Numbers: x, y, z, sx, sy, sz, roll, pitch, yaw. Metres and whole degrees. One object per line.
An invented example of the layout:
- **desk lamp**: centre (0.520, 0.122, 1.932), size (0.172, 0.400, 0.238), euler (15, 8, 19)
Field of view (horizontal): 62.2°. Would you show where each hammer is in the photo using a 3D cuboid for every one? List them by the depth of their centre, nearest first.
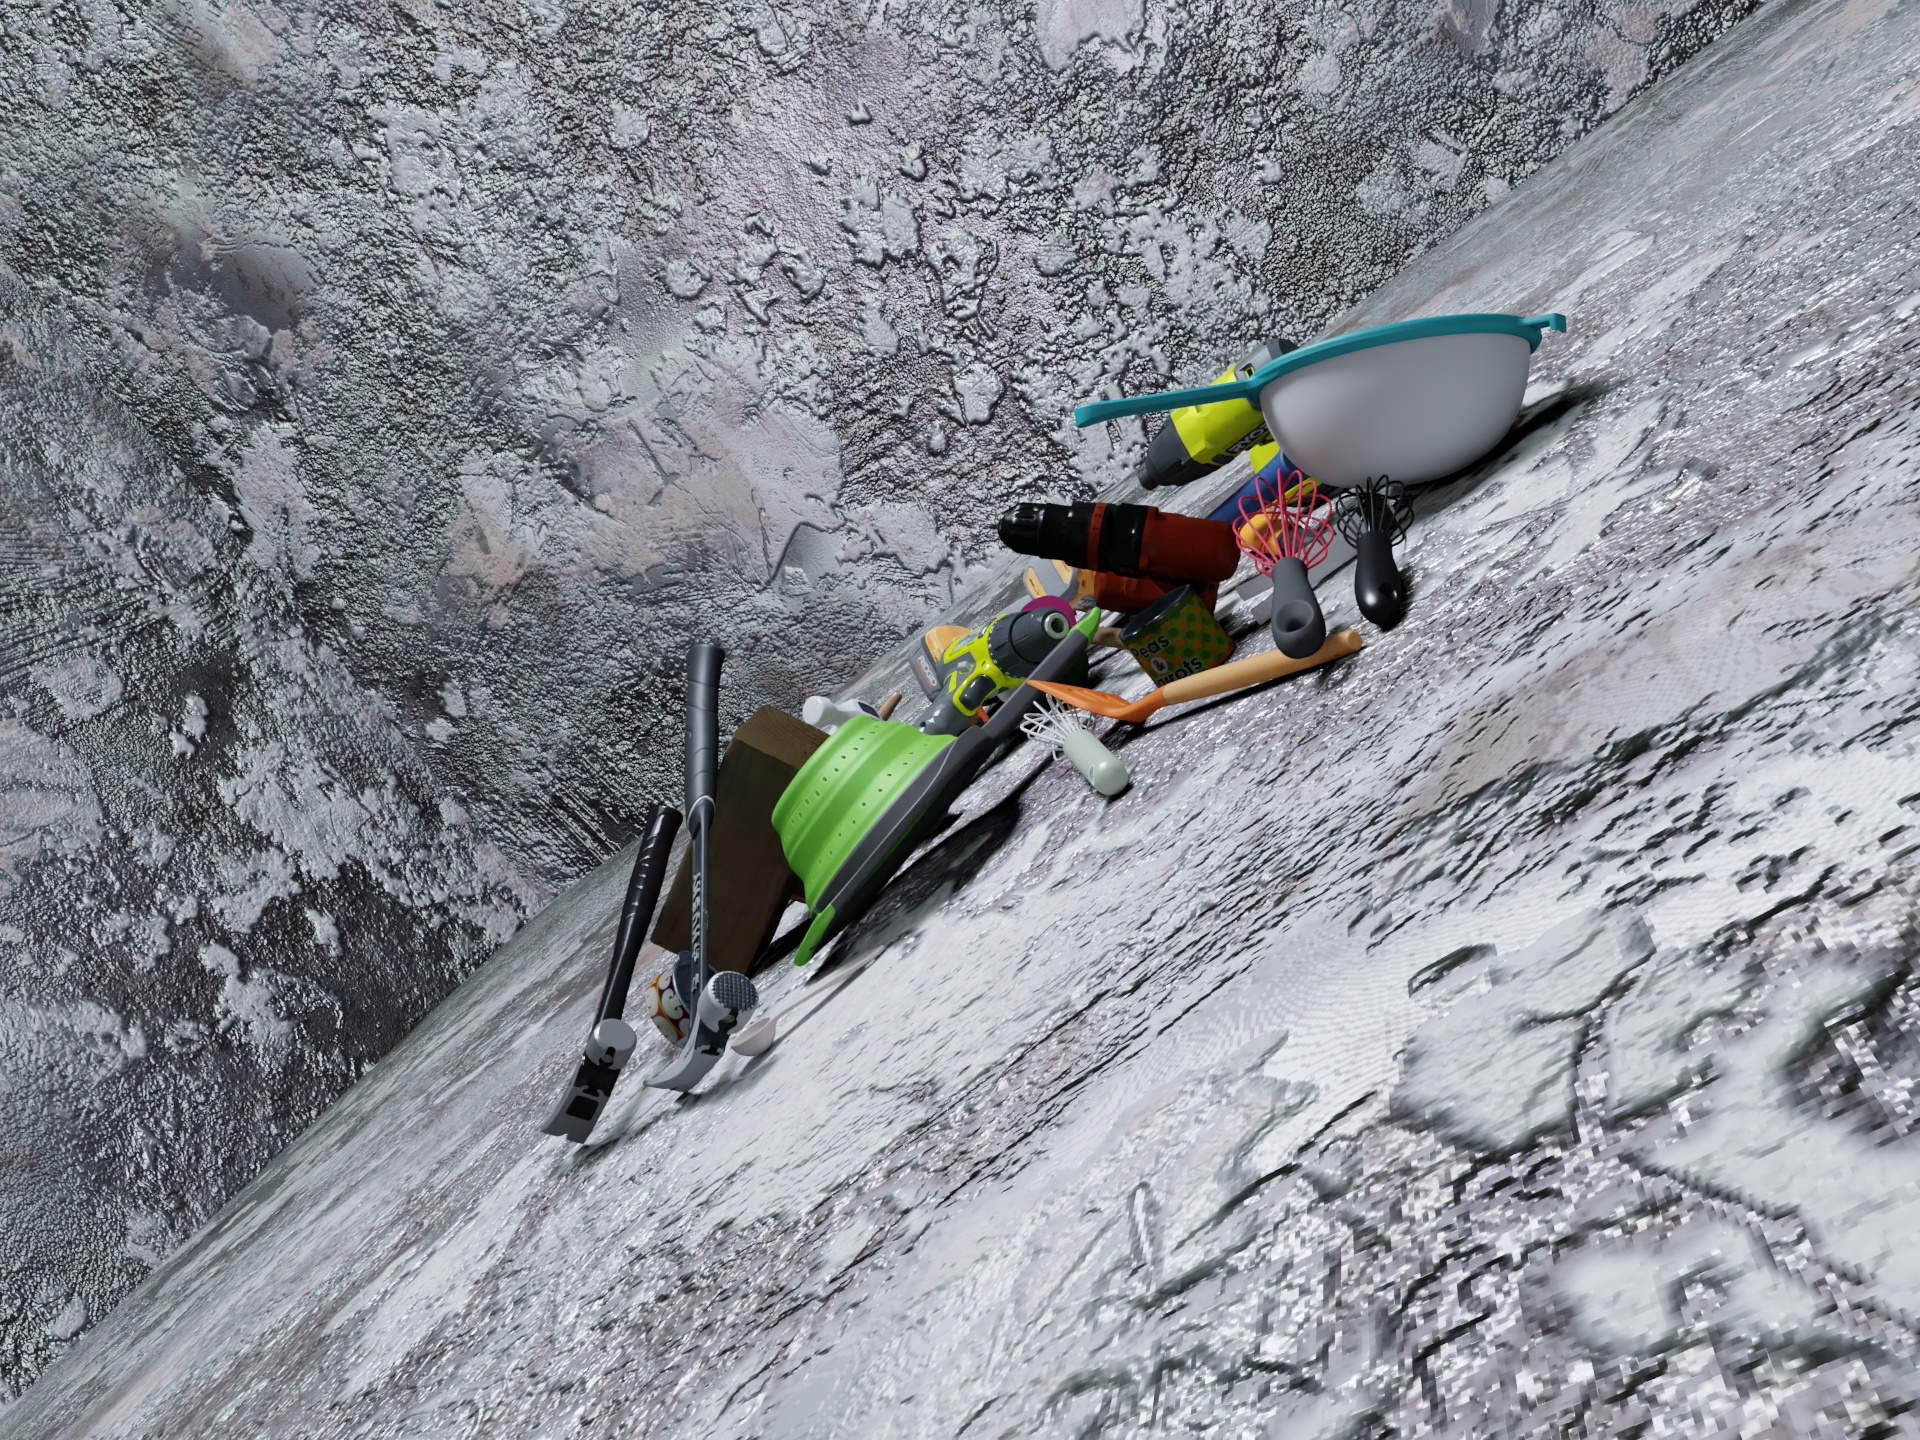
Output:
- **hammer**: centre (-0.197, 0.091, 1.207), size (0.149, 0.036, 0.409), euler (-57, 29, 38)
- **hammer**: centre (-0.269, 0.186, 1.280), size (0.335, 0.035, 0.146), euler (-87, 23, -54)
- **hammer**: centre (0.264, -0.146, 1.323), size (0.127, 0.034, 0.337), euler (-36, 7, 6)
- **hammer**: centre (0.178, -0.133, 1.429), size (0.144, 0.035, 0.405), euler (-35, -3, -38)
- **hammer**: centre (-0.186, 0.102, 1.626), size (0.128, 0.033, 0.331), euler (10, -51, -46)

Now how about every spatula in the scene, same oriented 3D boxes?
- **spatula**: centre (0.157, -0.031, 1.080), size (0.081, 0.041, 0.322), euler (9, -13, -27)
- **spatula**: centre (-0.171, 0.091, 1.753), size (0.317, 0.044, 0.082), euler (-53, -3, -2)

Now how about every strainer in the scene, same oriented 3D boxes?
- **strainer**: centre (0.257, -0.211, 1.161), size (0.340, 0.095, 0.211), euler (-9, -2, -1)

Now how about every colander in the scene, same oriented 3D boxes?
- **colander**: centre (-0.027, 0.014, 1.241), size (0.397, 0.094, 0.204), euler (-47, -7, -32)

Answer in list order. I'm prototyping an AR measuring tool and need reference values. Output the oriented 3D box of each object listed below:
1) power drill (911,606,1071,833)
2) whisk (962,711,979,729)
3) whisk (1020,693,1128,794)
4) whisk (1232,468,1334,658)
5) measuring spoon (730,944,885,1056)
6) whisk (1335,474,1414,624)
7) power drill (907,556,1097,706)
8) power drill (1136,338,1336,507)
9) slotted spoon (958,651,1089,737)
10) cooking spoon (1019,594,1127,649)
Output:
- **power drill**: centre (-0.002, -0.004, 1.398), size (0.228, 0.080, 0.190), euler (-53, 13, -25)
- **whisk**: centre (-0.070, 0.023, 1.492), size (0.245, 0.047, 0.051), euler (-21, 4, -42)
- **whisk**: centre (0.085, 0.017, 1.142), size (0.059, 0.058, 0.246), euler (-7, 11, -5)
- **whisk**: centre (0.216, -0.104, 1.047), size (0.073, 0.073, 0.296), euler (-35, 15, 21)
- **measuring spoon**: centre (-0.101, 0.193, 1.086), size (0.124, 0.018, 0.034), euler (-33, 6, -12)
- **whisk**: centre (0.273, -0.111, 1.041), size (0.055, 0.055, 0.239), euler (-35, 13, 25)
- **power drill**: centre (0.077, -0.102, 1.673), size (0.226, 0.084, 0.185), euler (-36, -18, 28)
- **power drill**: centre (0.266, -0.248, 1.379), size (0.171, 0.080, 0.223), euler (-36, -21, 36)
- **slotted spoon**: centre (0.027, 0.010, 1.534), size (0.070, 0.031, 0.313), euler (-43, 7, -40)
- **cooking spoon**: centre (0.116, -0.074, 1.379), size (0.069, 0.017, 0.319), euler (-65, 25, -4)
